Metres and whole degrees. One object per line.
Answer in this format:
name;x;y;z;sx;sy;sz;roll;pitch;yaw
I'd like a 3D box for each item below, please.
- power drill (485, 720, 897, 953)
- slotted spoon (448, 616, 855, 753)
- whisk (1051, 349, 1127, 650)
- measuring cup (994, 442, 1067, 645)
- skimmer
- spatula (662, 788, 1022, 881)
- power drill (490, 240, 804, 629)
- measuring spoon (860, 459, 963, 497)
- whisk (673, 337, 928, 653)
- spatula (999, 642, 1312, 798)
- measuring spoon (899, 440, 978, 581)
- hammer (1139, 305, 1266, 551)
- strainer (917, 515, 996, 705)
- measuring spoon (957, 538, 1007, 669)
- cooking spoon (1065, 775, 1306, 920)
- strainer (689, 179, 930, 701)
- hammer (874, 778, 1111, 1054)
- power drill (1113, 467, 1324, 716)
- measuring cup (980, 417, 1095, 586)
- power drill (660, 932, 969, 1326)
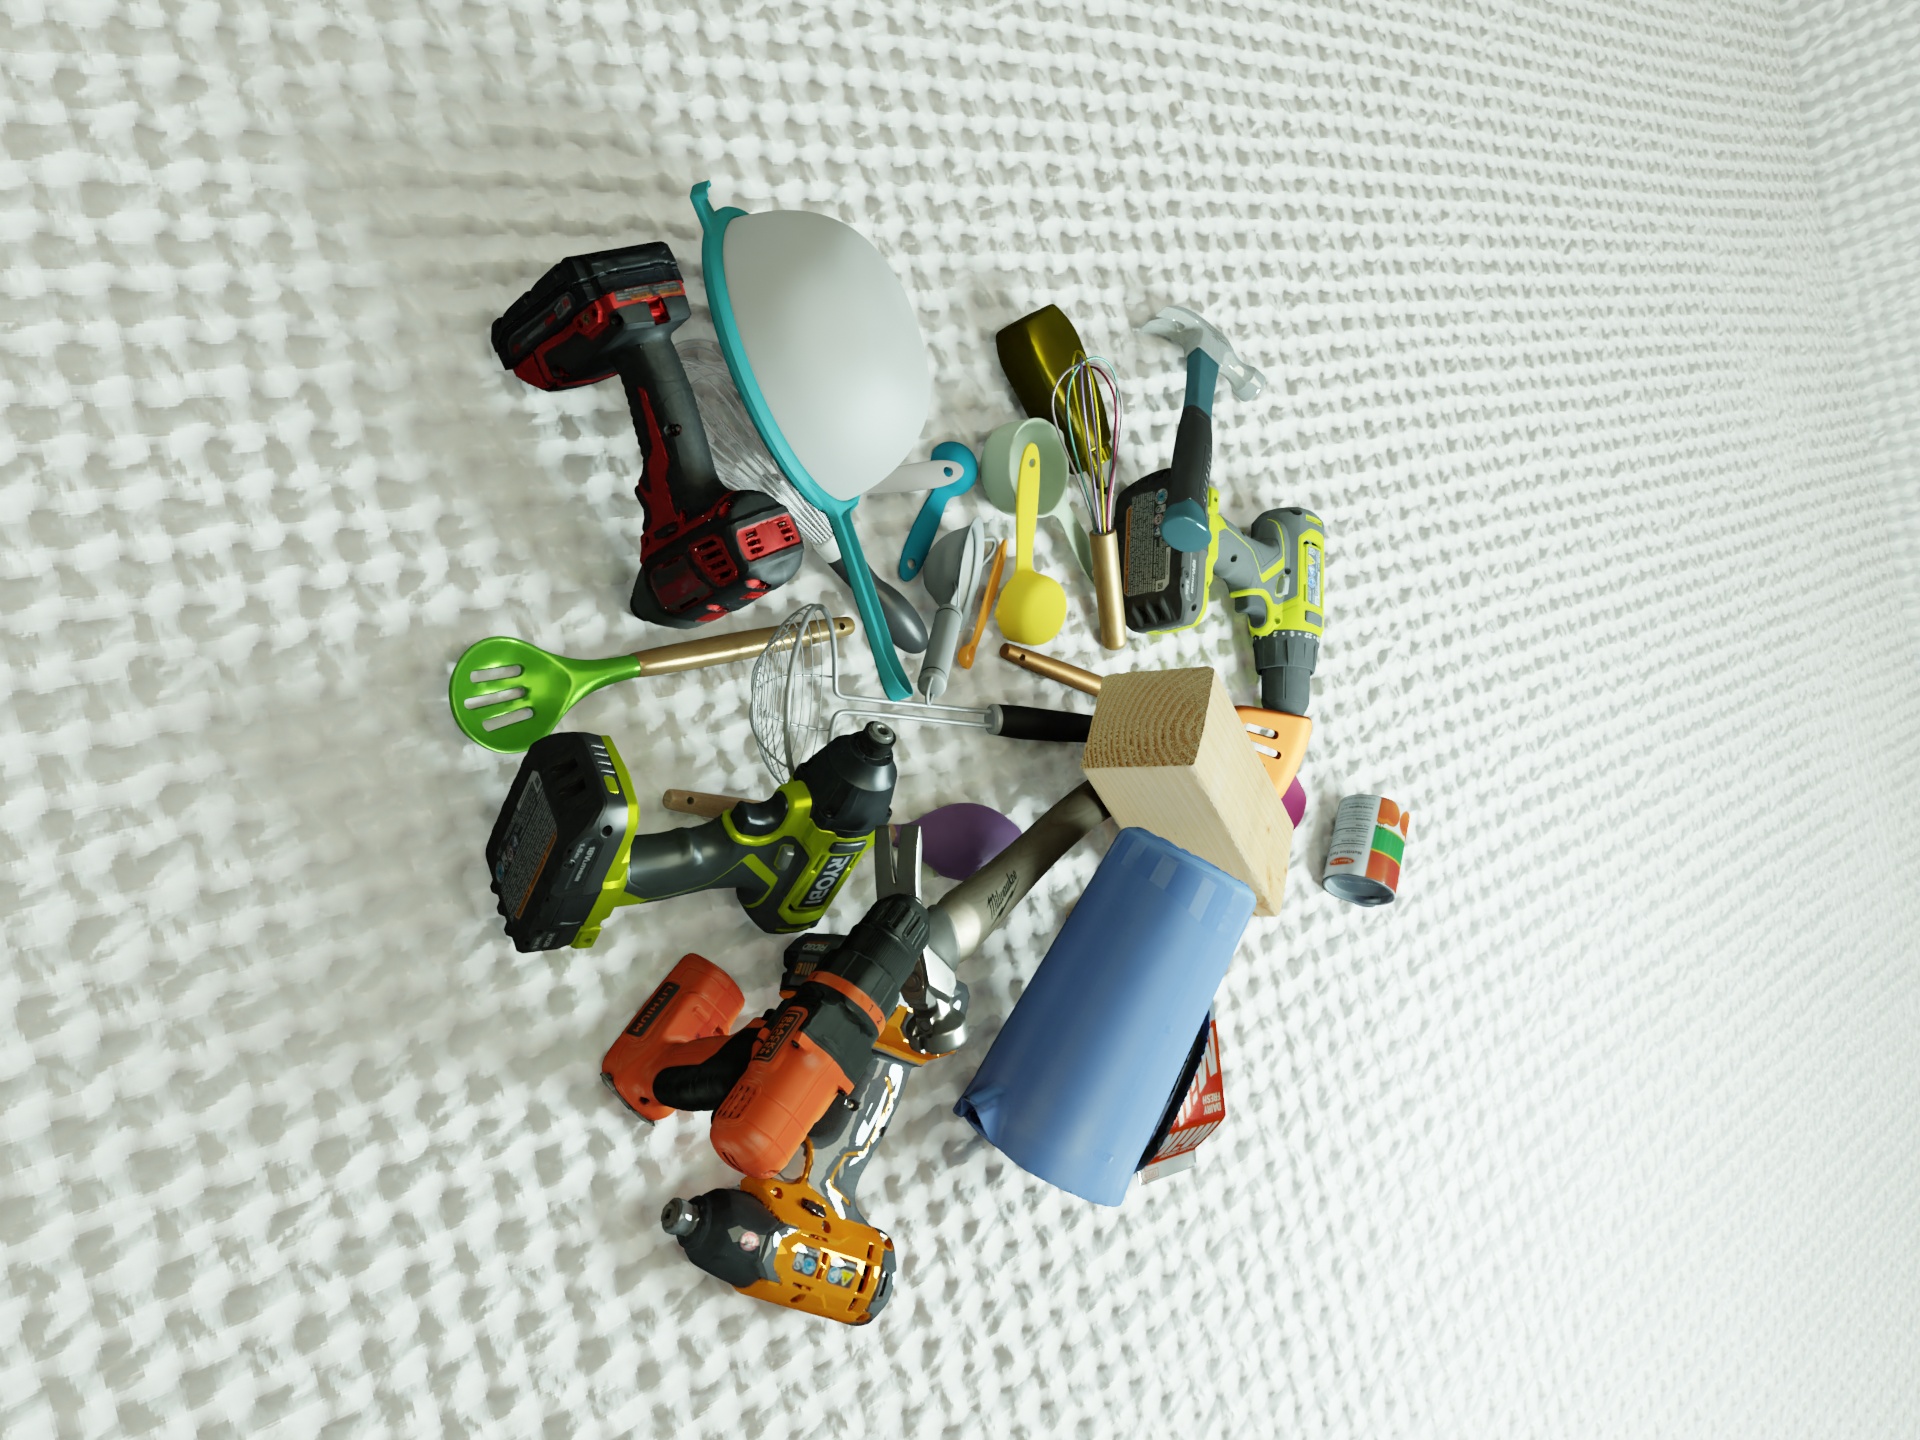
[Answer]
power drill;-0.150;0.064;0.943;0.223;0.171;0.080;-1;48;-38
slotted spoon;-0.187;-0.037;1.015;0.313;0.031;0.070;-15;93;-44
whisk;0.109;-0.171;1.253;0.051;0.047;0.244;-28;121;-35
measuring cup;0.058;-0.131;1.207;0.062;0.029;0.156;-17;117;-40
skimmer;-0.002;-0.004;1.128;0.363;0.090;0.127;6;88;-41
spatula;-0.069;0.074;1.105;0.315;0.018;0.060;12;74;-41
power drill;-0.190;-0.162;0.966;0.078;0.143;0.219;-28;95;-45
measuring spoon;-0.046;-0.176;1.155;0.124;0.018;0.034;-14;92;-32
whisk;-0.107;-0.144;1.086;0.284;0.070;0.070;48;55;-31
spatula;0.162;-0.010;1.306;0.322;0.041;0.081;19;97;-36
measuring spoon;-0.015;-0.157;1.188;0.042;0.021;0.129;39;59;-30
hammer;0.194;-0.240;1.302;0.128;0.033;0.331;38;37;-19
strainer;-0.010;-0.076;1.111;0.259;0.050;0.086;-78;174;-61
measuring spoon;0.017;-0.090;1.213;0.021;0.011;0.117;71;33;-60
cooking spoon;0.195;0.105;1.332;0.319;0.017;0.069;-24;85;-41
strainer;-0.057;-0.186;1.028;0.211;0.095;0.340;3;68;-74
hammer;0.060;0.077;1.128;0.410;0.038;0.146;-33;116;-57
power drill;0.233;-0.107;1.365;0.228;0.080;0.191;15;73;-42
measuring cup;0.067;-0.166;1.261;0.083;0.038;0.167;-59;135;-28
power drill;-0.092;0.255;1.015;0.164;0.084;0.227;30;68;-34
